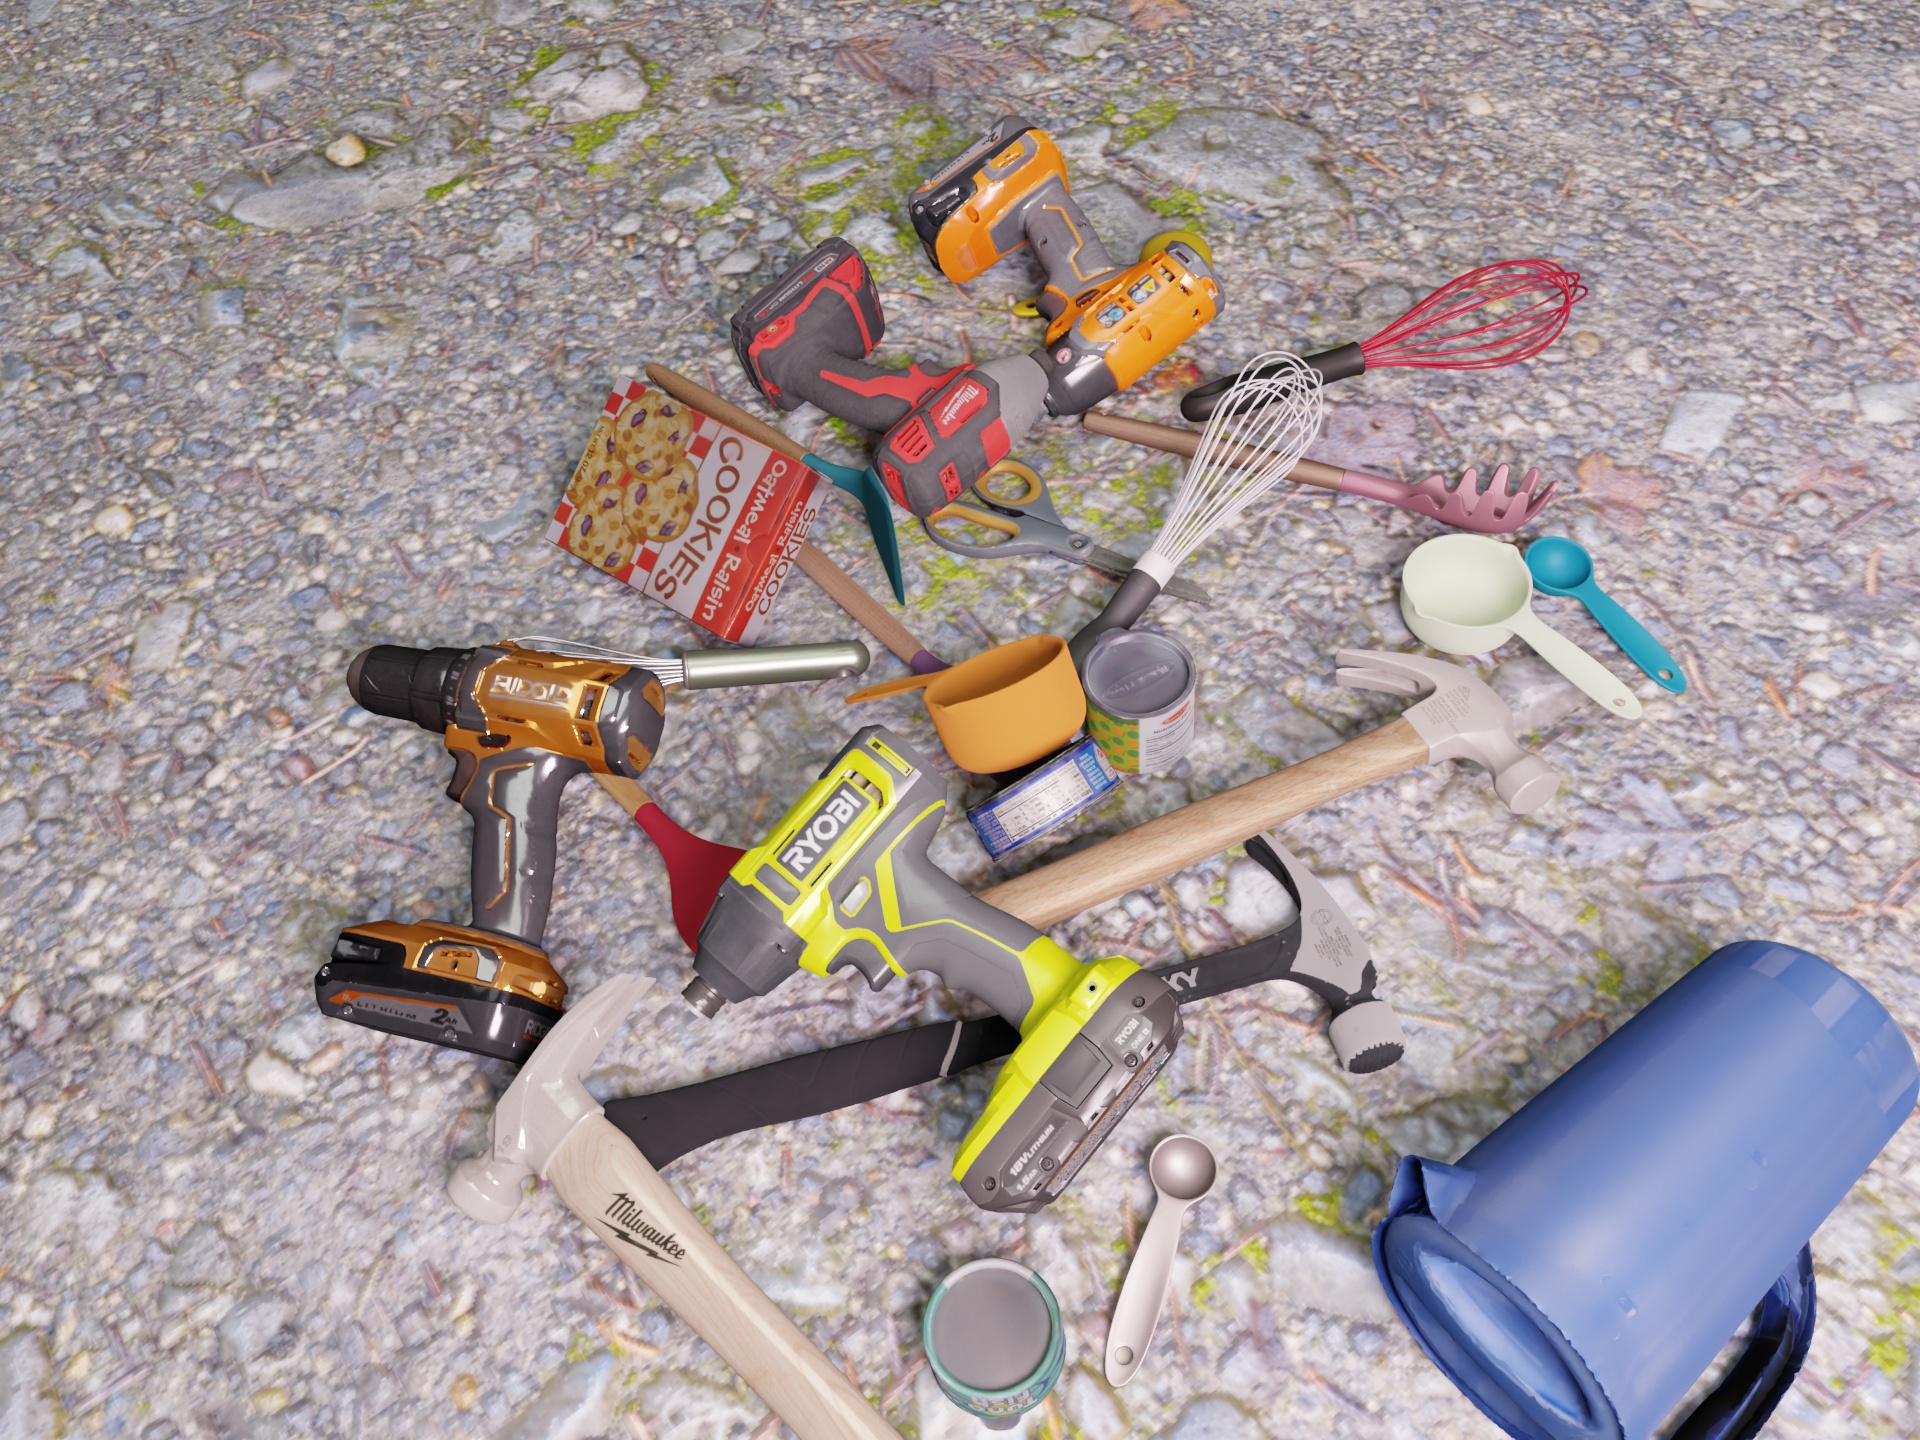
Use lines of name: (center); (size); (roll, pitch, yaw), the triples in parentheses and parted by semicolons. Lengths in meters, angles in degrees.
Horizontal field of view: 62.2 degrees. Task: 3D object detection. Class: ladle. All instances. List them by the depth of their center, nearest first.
ladle: (-0.203, 0.040, 0.962); (0.069, 0.031, 0.316); (-36, 56, -21)

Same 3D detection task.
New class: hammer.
hammer: (-0.072, 0.292, 0.725); (0.411, 0.038, 0.146); (38, 94, 25)
hammer: (0.014, 0.162, 0.839); (0.409, 0.036, 0.149); (-14, 52, -3)
hammer: (0.146, 0.051, 0.866); (0.331, 0.031, 0.130); (-22, 50, -8)

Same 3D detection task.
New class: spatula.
spatula: (-0.041, -0.056, 1.016); (0.060, 0.018, 0.316); (-35, 59, -22)
spatula: (-0.131, -0.185, 1.104); (0.044, 0.082, 0.318); (-36, 52, -26)

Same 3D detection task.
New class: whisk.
whisk: (-0.178, -0.031, 0.984); (0.246, 0.057, 0.059); (-5, 72, -10)
whisk: (0.139, -0.119, 0.997); (0.070, 0.070, 0.284); (32, 77, 26)
whisk: (0.292, -0.255, 1.095); (0.296, 0.073, 0.073); (-18, 54, -4)

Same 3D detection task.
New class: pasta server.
pasta server: (0.230, -0.174, 1.059); (0.316, 0.040, 0.060); (17, 32, 21)

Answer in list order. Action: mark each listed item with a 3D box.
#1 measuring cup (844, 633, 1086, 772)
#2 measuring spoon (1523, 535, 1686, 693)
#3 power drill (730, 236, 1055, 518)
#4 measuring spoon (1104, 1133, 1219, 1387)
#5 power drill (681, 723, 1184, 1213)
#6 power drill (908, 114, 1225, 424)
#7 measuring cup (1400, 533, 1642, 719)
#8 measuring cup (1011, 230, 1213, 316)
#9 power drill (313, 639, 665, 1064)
measuring cup: (-0.001, -0.003, 0.937); (0.174, 0.052, 0.095); (-8, 22, 45)
measuring spoon: (0.393, -0.060, 0.973); (0.042, 0.021, 0.129); (-29, 65, -15)
power drill: (-0.045, -0.242, 1.105); (0.143, 0.078, 0.220); (-43, 58, -13)
measuring spoon: (0.095, 0.261, 0.771); (0.034, 0.018, 0.124); (16, 64, 17)
power drill: (-0.018, 0.130, 0.785); (0.223, 0.080, 0.171); (38, 82, 20)
power drill: (0.060, -0.321, 1.154); (0.164, 0.084, 0.227); (-40, 63, -1)
measuring cup: (0.335, -0.046, 0.953); (0.083, 0.038, 0.168); (-33, 59, -17)
measuring cup: (0.114, -0.333, 1.196); (0.156, 0.029, 0.062); (-13, 53, -1)
power drill: (-0.280, 0.062, 0.884); (0.185, 0.084, 0.226); (10, 73, 11)
